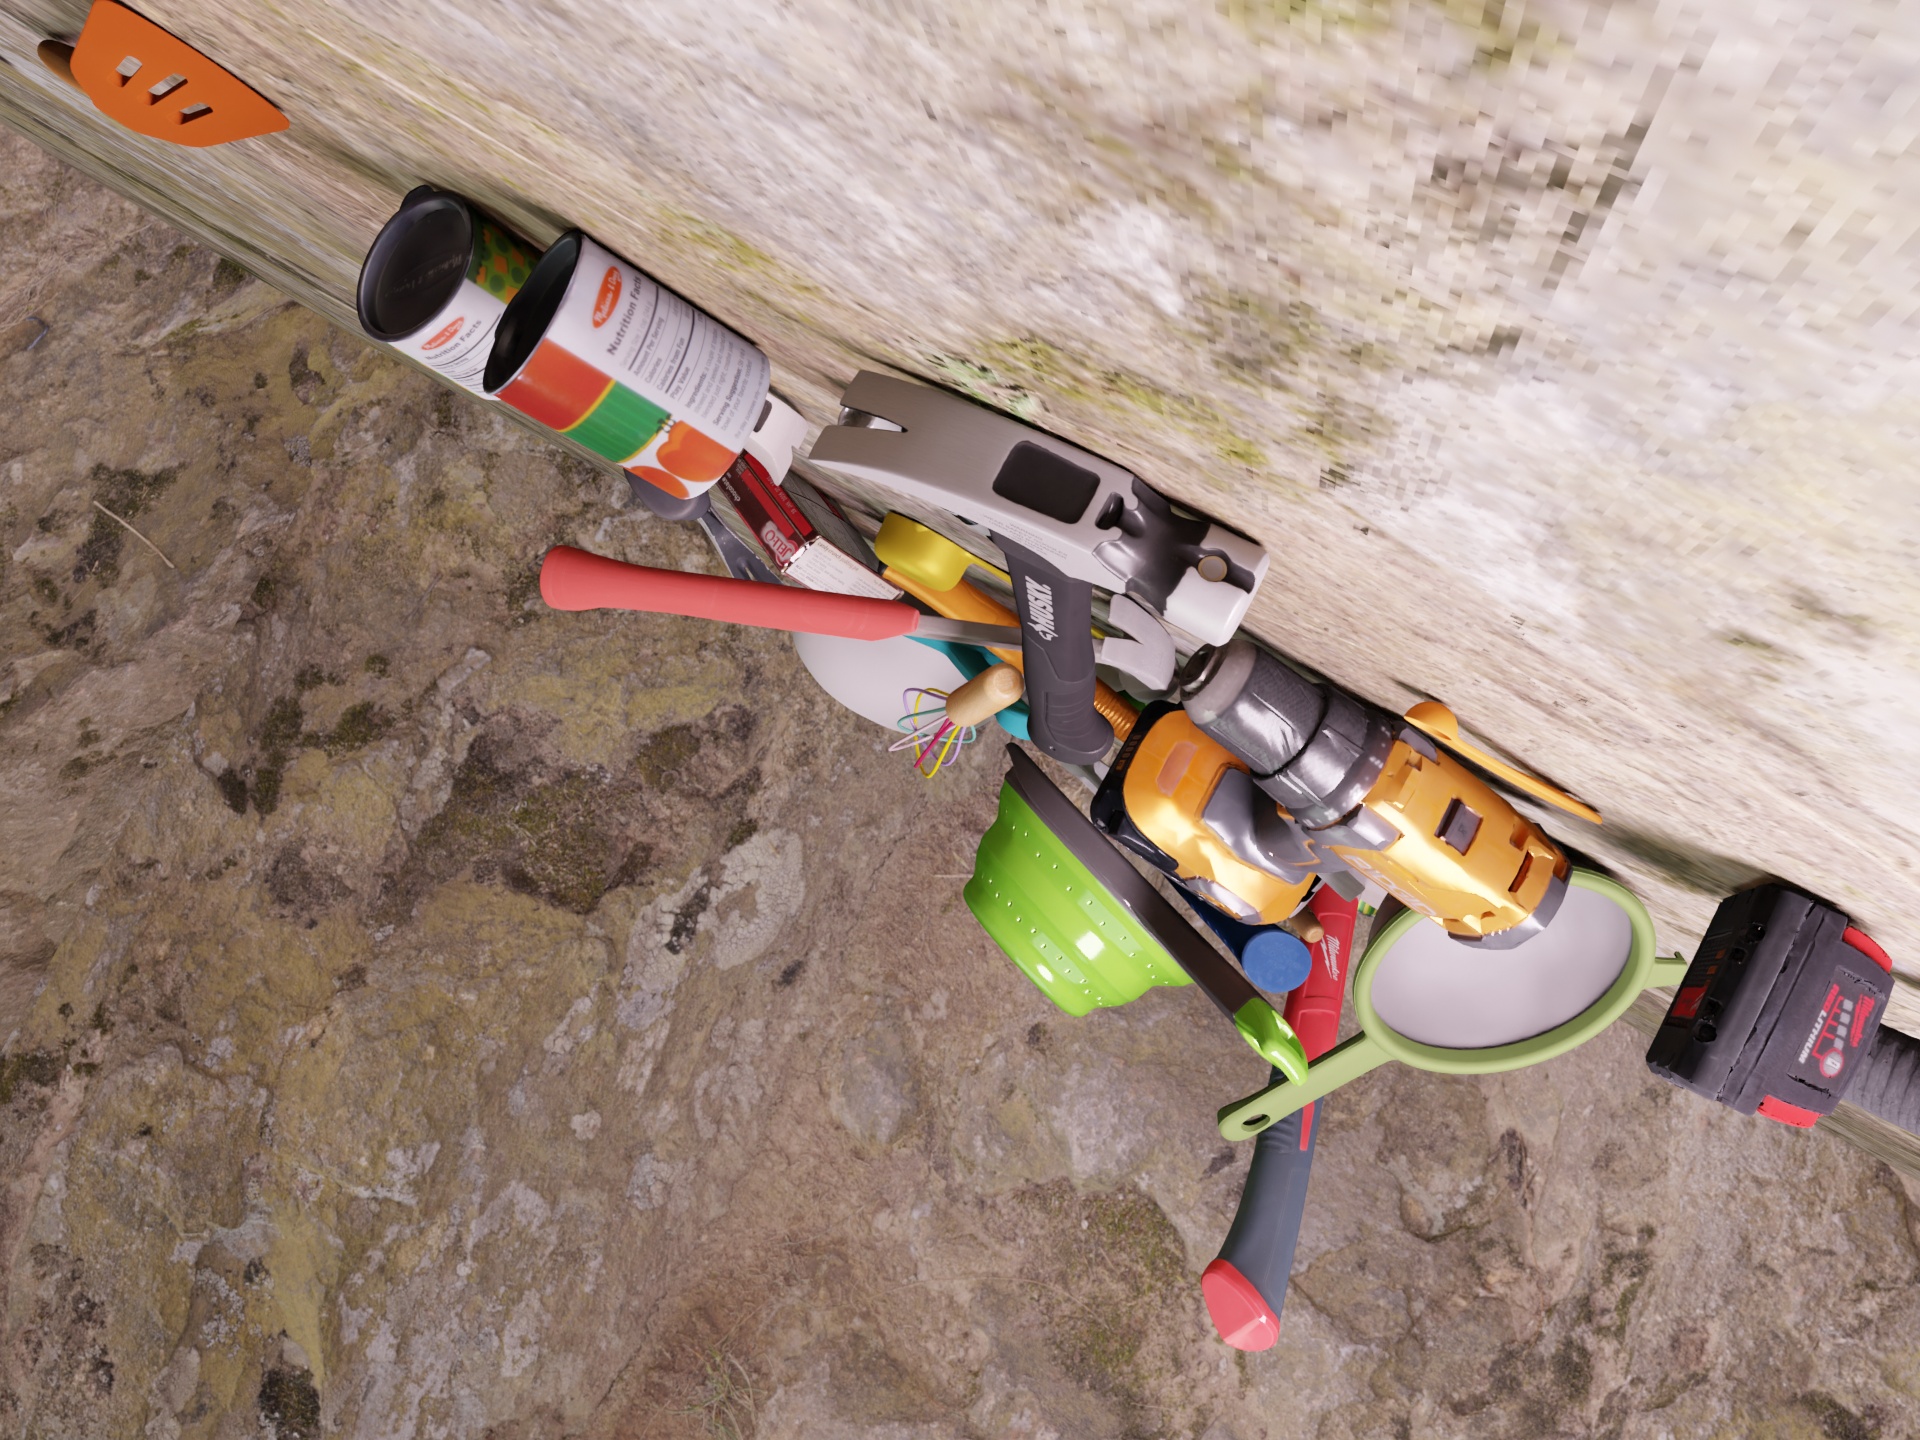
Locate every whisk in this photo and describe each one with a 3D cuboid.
[{"bbox_3d":[0.088,-0.031,1.160,0.058,0.059,0.246,-9,-179,-7],"label":"whisk"},{"bbox_3d":[-0.001,-0.001,0.887,0.051,0.047,0.245,25,169,-8],"label":"whisk"}]

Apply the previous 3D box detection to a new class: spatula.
[{"bbox_3d":[-0.401,-0.309,0.751,0.081,0.041,0.323,29,-176,-43],"label":"spatula"}]

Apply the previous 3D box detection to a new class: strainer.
[{"bbox_3d":[0.234,0.139,0.842,0.151,0.256,0.069,36,-150,-28],"label":"strainer"},{"bbox_3d":[-0.024,-0.024,1.110,0.210,0.095,0.341,18,-166,-24],"label":"strainer"}]

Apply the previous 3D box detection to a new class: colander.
[{"bbox_3d":[0.086,0.136,0.924,0.204,0.094,0.397,47,180,-18],"label":"colander"}]

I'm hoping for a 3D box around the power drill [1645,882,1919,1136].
[{"bbox_3d":[0.365,0.140,0.548,0.220,0.078,0.143,26,179,20],"label":"power drill"}]

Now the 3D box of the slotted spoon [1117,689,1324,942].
[{"bbox_3d":[0.172,0.053,1.093,0.070,0.031,0.314,25,-161,-29],"label":"slotted spoon"}]

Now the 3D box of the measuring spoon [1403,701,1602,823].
[{"bbox_3d":[0.205,0.016,0.591,0.116,0.011,0.021,24,-177,-33],"label":"measuring spoon"}]

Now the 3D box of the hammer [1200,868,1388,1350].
[{"bbox_3d":[0.220,0.212,0.961,0.143,0.038,0.386,32,-139,-4],"label":"hammer"}]

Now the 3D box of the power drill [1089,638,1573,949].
[{"bbox_3d":[0.141,0.032,0.735,0.185,0.084,0.226,34,167,-15],"label":"power drill"}]

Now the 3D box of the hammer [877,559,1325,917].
[{"bbox_3d":[0.089,-0.005,0.986,0.337,0.034,0.127,36,-161,-2],"label":"hammer"}]

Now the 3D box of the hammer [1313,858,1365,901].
[{"bbox_3d":[0.275,0.081,1.019,0.330,0.033,0.128,23,-154,-45],"label":"hammer"}]

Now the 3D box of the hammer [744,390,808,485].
[{"bbox_3d":[-0.180,-0.182,0.800,0.130,0.031,0.332,29,180,-37],"label":"hammer"}]

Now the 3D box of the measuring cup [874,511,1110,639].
[{"bbox_3d":[0.018,-0.073,0.927,0.156,0.029,0.062,30,180,12],"label":"measuring cup"}]

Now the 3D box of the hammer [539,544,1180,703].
[{"bbox_3d":[-0.068,-0.058,0.843,0.359,0.037,0.149,9,175,19],"label":"hammer"}]

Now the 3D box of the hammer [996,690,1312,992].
[{"bbox_3d":[0.130,0.079,1.040,0.144,0.035,0.406,39,-176,-20],"label":"hammer"}]

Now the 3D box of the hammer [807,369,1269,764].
[{"bbox_3d":[0.033,-0.035,0.626,0.146,0.035,0.334,28,171,10],"label":"hammer"}]

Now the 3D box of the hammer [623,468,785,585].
[{"bbox_3d":[-0.160,-0.128,0.953,0.149,0.036,0.409,54,178,-8],"label":"hammer"}]
